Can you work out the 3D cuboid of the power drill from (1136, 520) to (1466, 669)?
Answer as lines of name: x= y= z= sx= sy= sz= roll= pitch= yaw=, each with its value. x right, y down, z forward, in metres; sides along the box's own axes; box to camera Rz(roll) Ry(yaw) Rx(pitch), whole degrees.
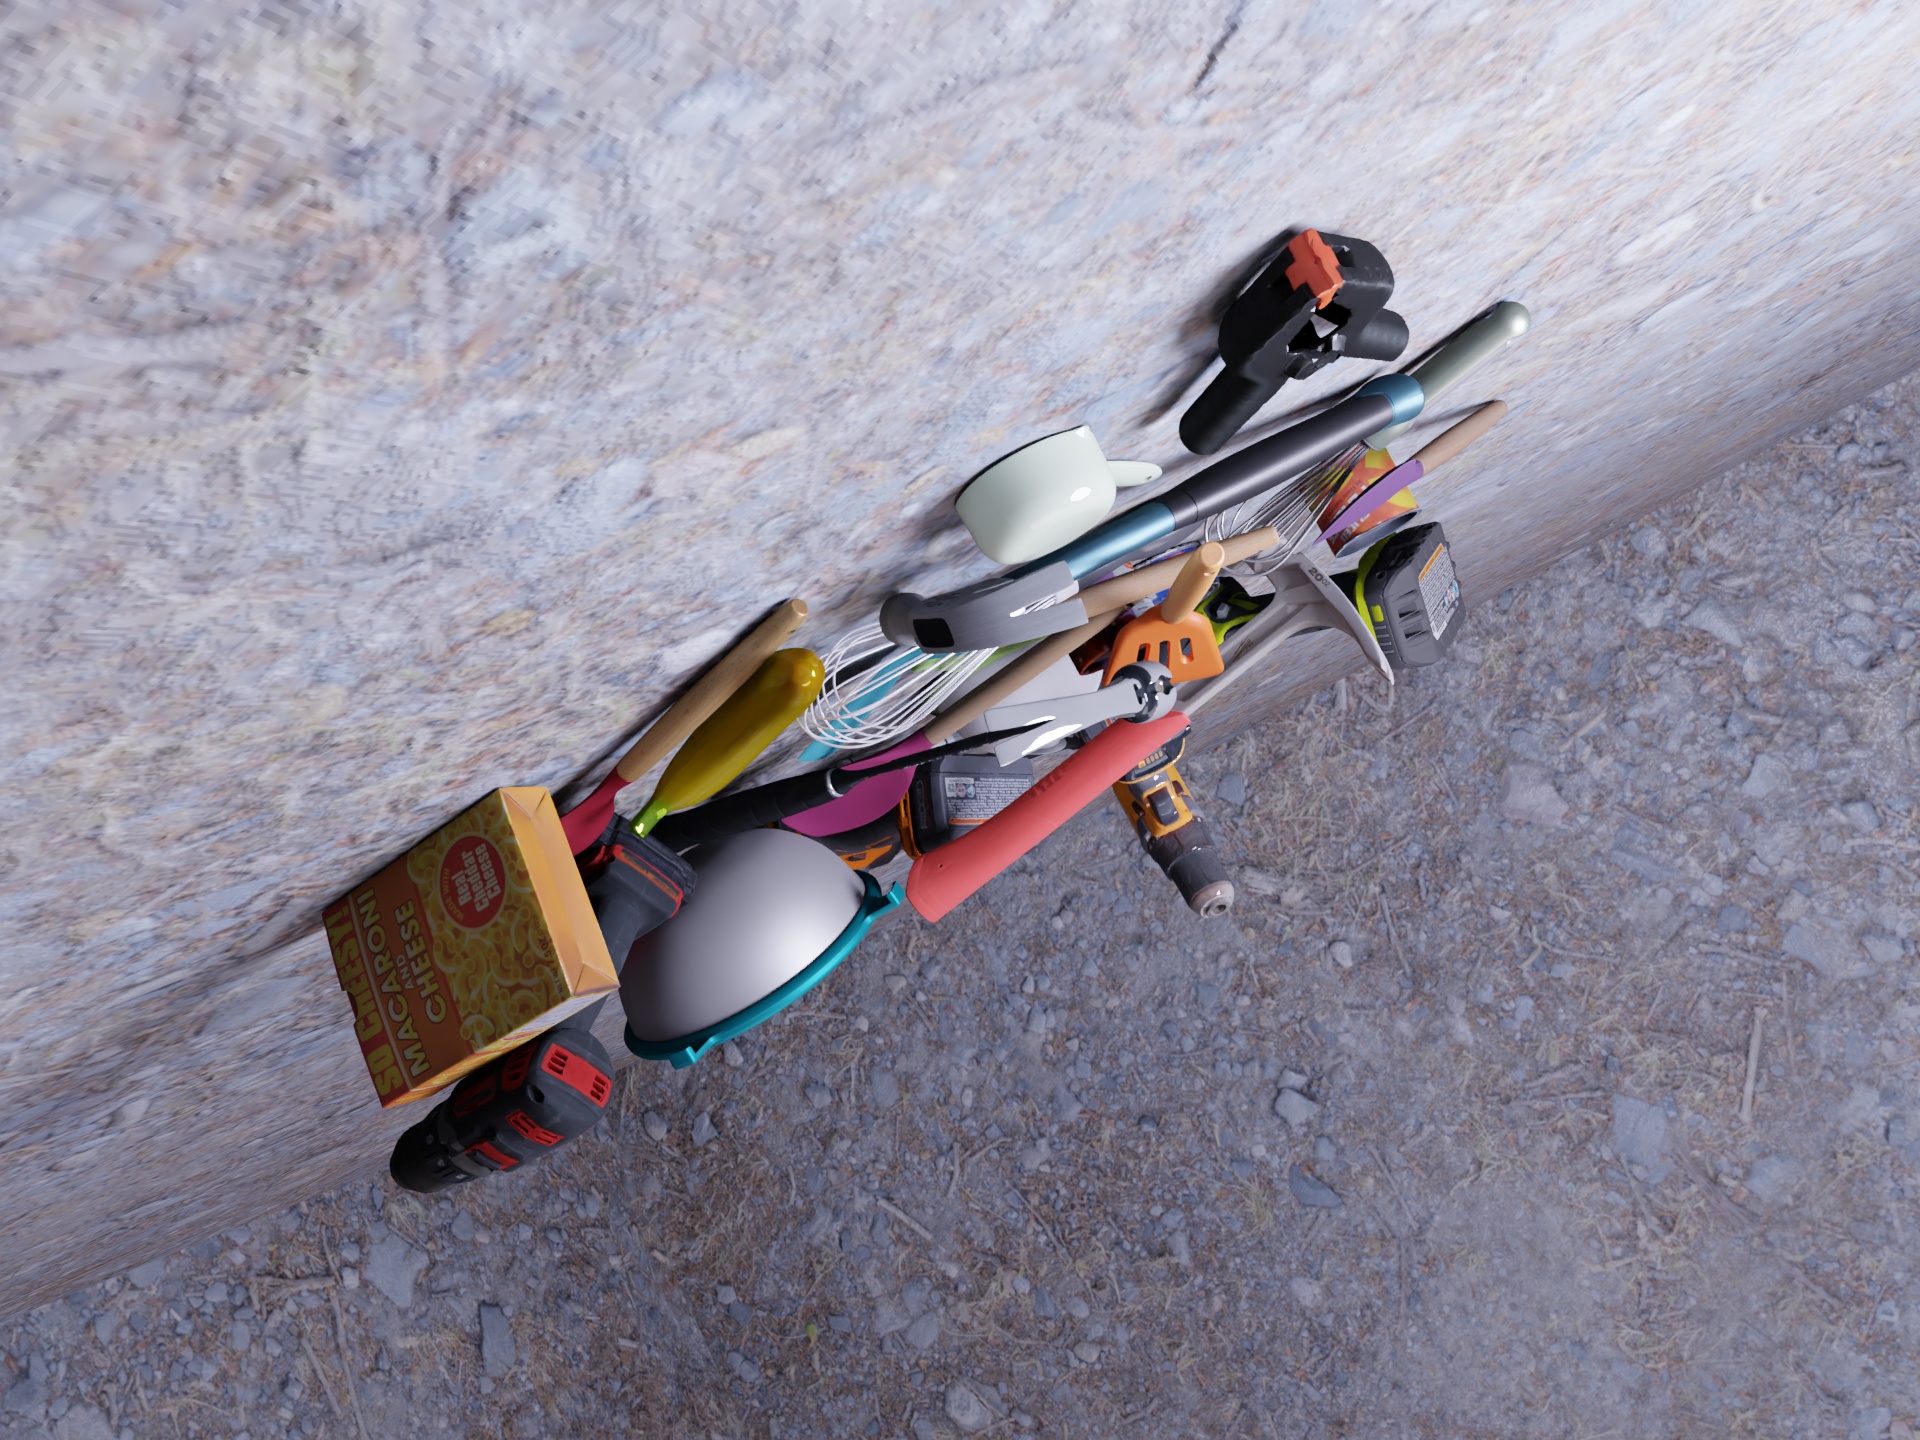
power drill: x=0.242 y=-0.070 z=1.170 sx=0.223 sy=0.080 sz=0.171 roll=-11 pitch=-163 yaw=33

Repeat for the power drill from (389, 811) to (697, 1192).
power drill: x=-0.267 y=0.185 z=1.000 sx=0.188 sy=0.080 sz=0.227 roll=-32 pitch=-150 yaw=34

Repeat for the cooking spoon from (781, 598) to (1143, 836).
cooking spoon: x=-0.002 y=-0.003 z=1.061 sx=0.319 sy=0.017 sz=0.068 roll=-35 pitch=135 yaw=28

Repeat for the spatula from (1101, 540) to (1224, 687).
spatula: x=0.124 y=-0.056 z=0.896 sx=0.081 sy=0.041 sz=0.322 roll=-7 pitch=175 yaw=2

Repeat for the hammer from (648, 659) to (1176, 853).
hammer: x=-0.069 y=0.038 z=1.005 sx=0.409 sy=0.036 sz=0.149 roll=-18 pitch=179 yaw=38

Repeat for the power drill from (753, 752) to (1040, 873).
power drill: x=-0.045 y=0.082 z=1.264 sx=0.226 sy=0.084 sz=0.164 roll=-15 pitch=167 yaw=42

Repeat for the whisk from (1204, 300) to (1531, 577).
whisk: x=0.243 y=-0.169 z=0.971 sx=0.246 sy=0.059 sz=0.058 roll=-39 pitch=177 yaw=36

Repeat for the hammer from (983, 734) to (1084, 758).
hammer: x=-0.028 y=0.057 z=1.438 sx=0.334 sy=0.035 sz=0.146 roll=-19 pitch=-176 yaw=-19

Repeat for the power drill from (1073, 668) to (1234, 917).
power drill: x=0.158 y=0.050 z=1.313 sx=0.084 sy=0.186 sz=0.226 roll=-27 pitch=143 yaw=1

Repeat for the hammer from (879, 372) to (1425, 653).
hammer: x=0.119 y=-0.117 z=0.871 sx=0.331 sy=0.033 sz=0.128 roll=-28 pitch=-164 yaw=-20

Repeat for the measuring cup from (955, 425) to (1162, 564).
measuring cup: x=0.066 y=-0.111 z=0.807 sx=0.083 sy=0.038 sz=0.167 roll=-33 pitch=168 yaw=35

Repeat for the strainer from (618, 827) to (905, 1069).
strainer: x=-0.197 y=0.136 z=1.186 sx=0.211 sy=0.095 sz=0.340 roll=-36 pitch=-162 yaw=-21

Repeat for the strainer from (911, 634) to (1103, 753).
strainer: x=0.032 y=-0.018 z=1.127 sx=0.151 sy=0.069 sz=0.256 roll=-30 pitch=169 yaw=20

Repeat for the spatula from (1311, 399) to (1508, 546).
spatula: x=0.308 y=-0.173 z=1.044 sx=0.316 sy=0.018 sz=0.059 roll=-33 pitch=168 yaw=-49

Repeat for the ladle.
ladle: x=-0.173 y=0.015 z=0.888 sx=0.069 sy=0.031 sz=0.315 roll=-19 pitch=166 yaw=-47

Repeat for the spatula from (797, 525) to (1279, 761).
spatula: x=0.045 y=-0.049 z=0.974 sx=0.317 sy=0.044 sz=0.082 roll=-20 pitch=176 yaw=8

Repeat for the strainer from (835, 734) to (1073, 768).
strainer: x=-0.005 y=0.017 z=1.324 sx=0.258 sy=0.050 sz=0.087 roll=-14 pitch=-151 yaw=-33

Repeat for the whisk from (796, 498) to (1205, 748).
whisk: x=0.029 y=-0.066 z=0.926 sx=0.284 sy=0.070 sz=0.070 roll=-30 pitch=172 yaw=-14

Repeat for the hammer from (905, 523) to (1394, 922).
hammer: x=0.112 y=0.025 z=1.081 sx=0.359 sy=0.149 sz=0.036 roll=-39 pitch=142 yaw=9
